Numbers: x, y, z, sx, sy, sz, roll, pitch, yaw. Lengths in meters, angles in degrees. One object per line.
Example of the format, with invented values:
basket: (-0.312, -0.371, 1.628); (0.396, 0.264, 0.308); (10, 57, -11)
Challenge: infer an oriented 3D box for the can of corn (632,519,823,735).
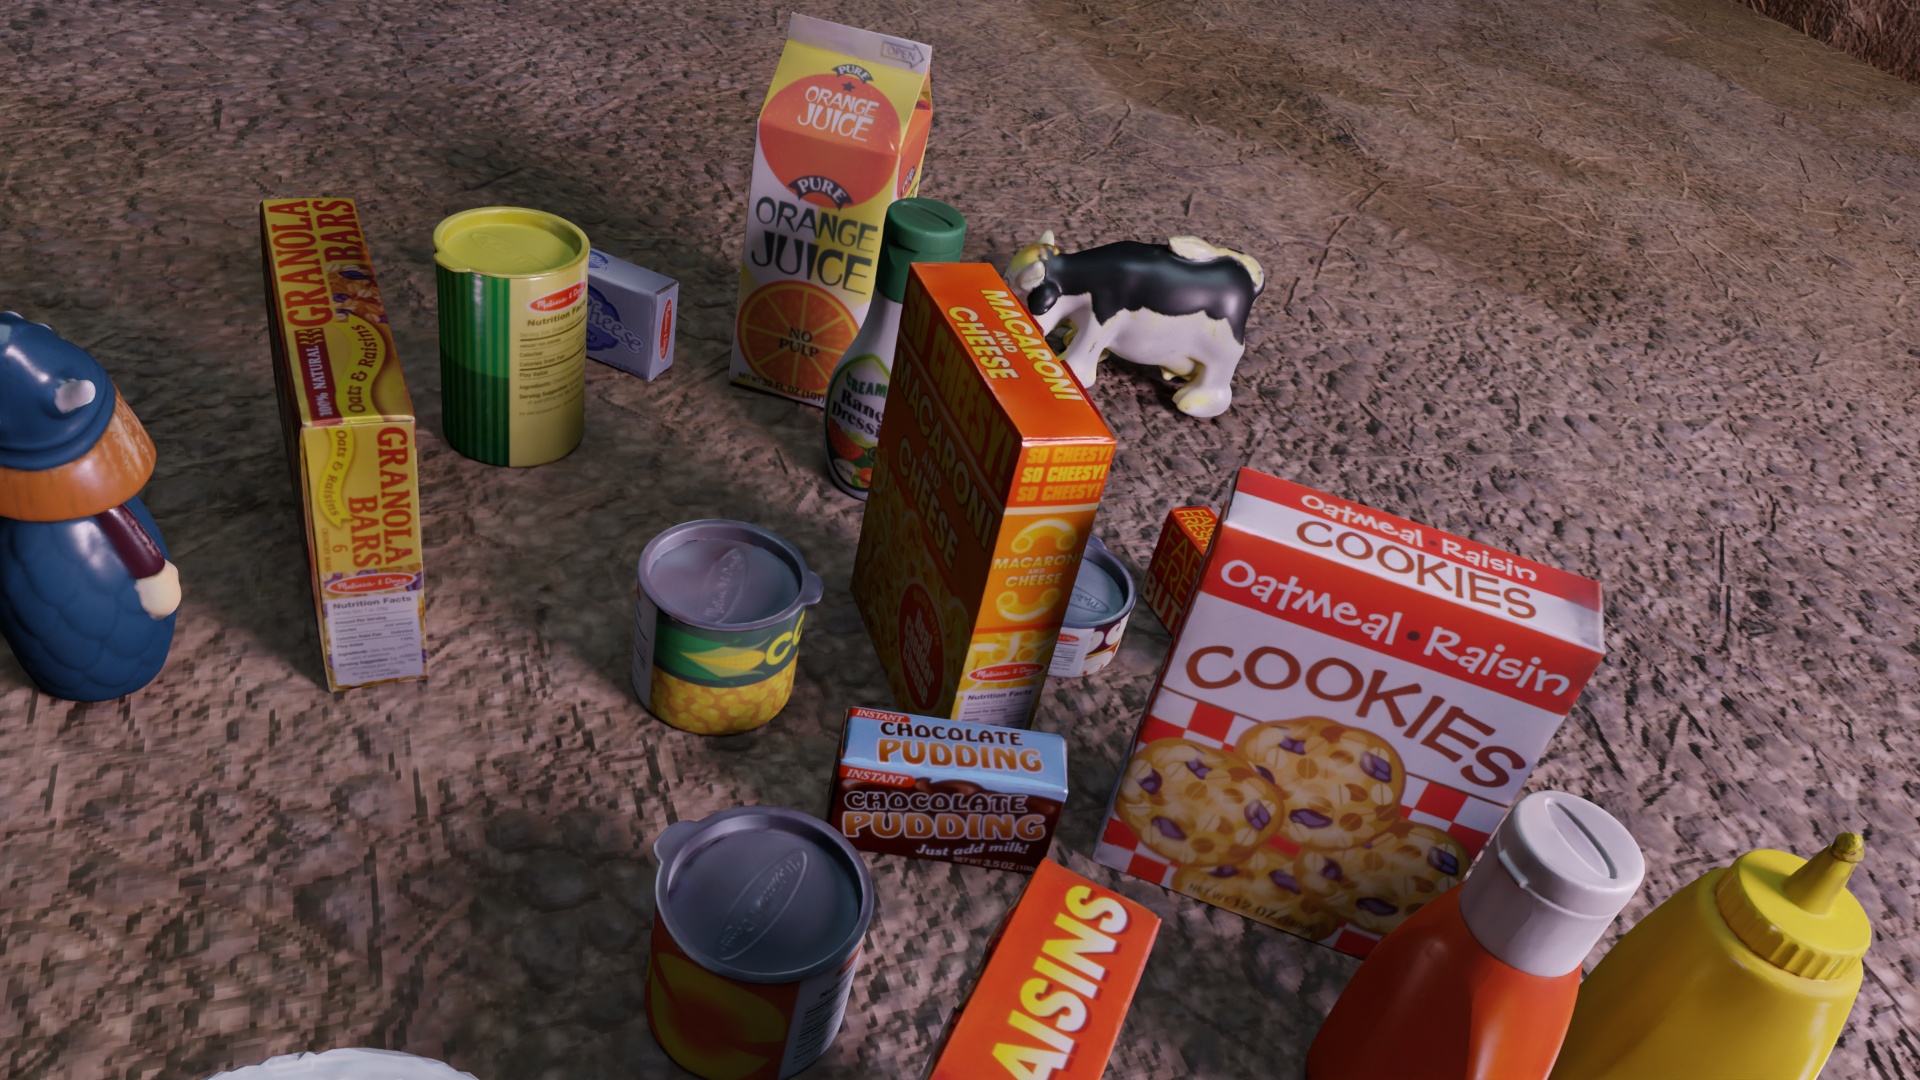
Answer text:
can of corn: (-0.093, 0.035, 0.551); (0.071, 0.058, 0.071); (9, 37, -7)

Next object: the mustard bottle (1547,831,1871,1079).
mustard bottle: (0.236, 0.142, 0.431); (0.065, 0.159, 0.049); (21, 37, 10)

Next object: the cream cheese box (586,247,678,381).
cream cheese box: (-0.201, -0.127, 0.733); (0.104, 0.053, 0.024); (22, 37, 11)

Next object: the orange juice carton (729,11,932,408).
orange juice carton: (-0.065, -0.168, 0.714); (0.072, 0.191, 0.073); (16, 36, 3)

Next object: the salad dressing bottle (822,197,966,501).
salad dressing bottle: (-0.029, -0.088, 0.658); (0.064, 0.146, 0.044); (30, 39, 21)

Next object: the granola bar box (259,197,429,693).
granola bar box: (-0.245, -0.042, 0.547); (0.039, 0.123, 0.166); (-8, 42, -27)

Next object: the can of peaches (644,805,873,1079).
can of peaches: (-0.067, 0.127, 0.439); (0.071, 0.057, 0.071); (9, 37, -7)

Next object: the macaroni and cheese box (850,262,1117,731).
macaroni and cheese box: (0.002, -0.007, 0.546); (0.040, 0.165, 0.124); (-4, 40, -22)

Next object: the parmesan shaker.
parmesan shaker: (-0.210, -0.092, 0.643); (0.071, 0.102, 0.072); (9, 37, -7)

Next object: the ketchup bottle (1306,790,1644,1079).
ketchup bottle: (0.153, 0.138, 0.419); (0.043, 0.148, 0.065); (-3, 39, -21)

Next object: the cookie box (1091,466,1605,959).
cookie box: (0.128, 0.067, 0.489); (0.123, 0.166, 0.040); (19, 37, 7)

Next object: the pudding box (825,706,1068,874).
pudding box: (-0.005, 0.092, 0.512); (0.084, 0.049, 0.030); (9, 37, -6)

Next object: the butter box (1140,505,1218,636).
butter box: (0.120, 0.035, 0.624); (0.024, 0.052, 0.104); (-6, 41, -25)

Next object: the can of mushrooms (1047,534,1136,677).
can of mushrooms: (0.044, 0.027, 0.626); (0.071, 0.033, 0.071); (9, 37, -7)

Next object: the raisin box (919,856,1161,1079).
raisin box: (0.009, 0.158, 0.367); (0.040, 0.122, 0.086); (23, 37, 12)
